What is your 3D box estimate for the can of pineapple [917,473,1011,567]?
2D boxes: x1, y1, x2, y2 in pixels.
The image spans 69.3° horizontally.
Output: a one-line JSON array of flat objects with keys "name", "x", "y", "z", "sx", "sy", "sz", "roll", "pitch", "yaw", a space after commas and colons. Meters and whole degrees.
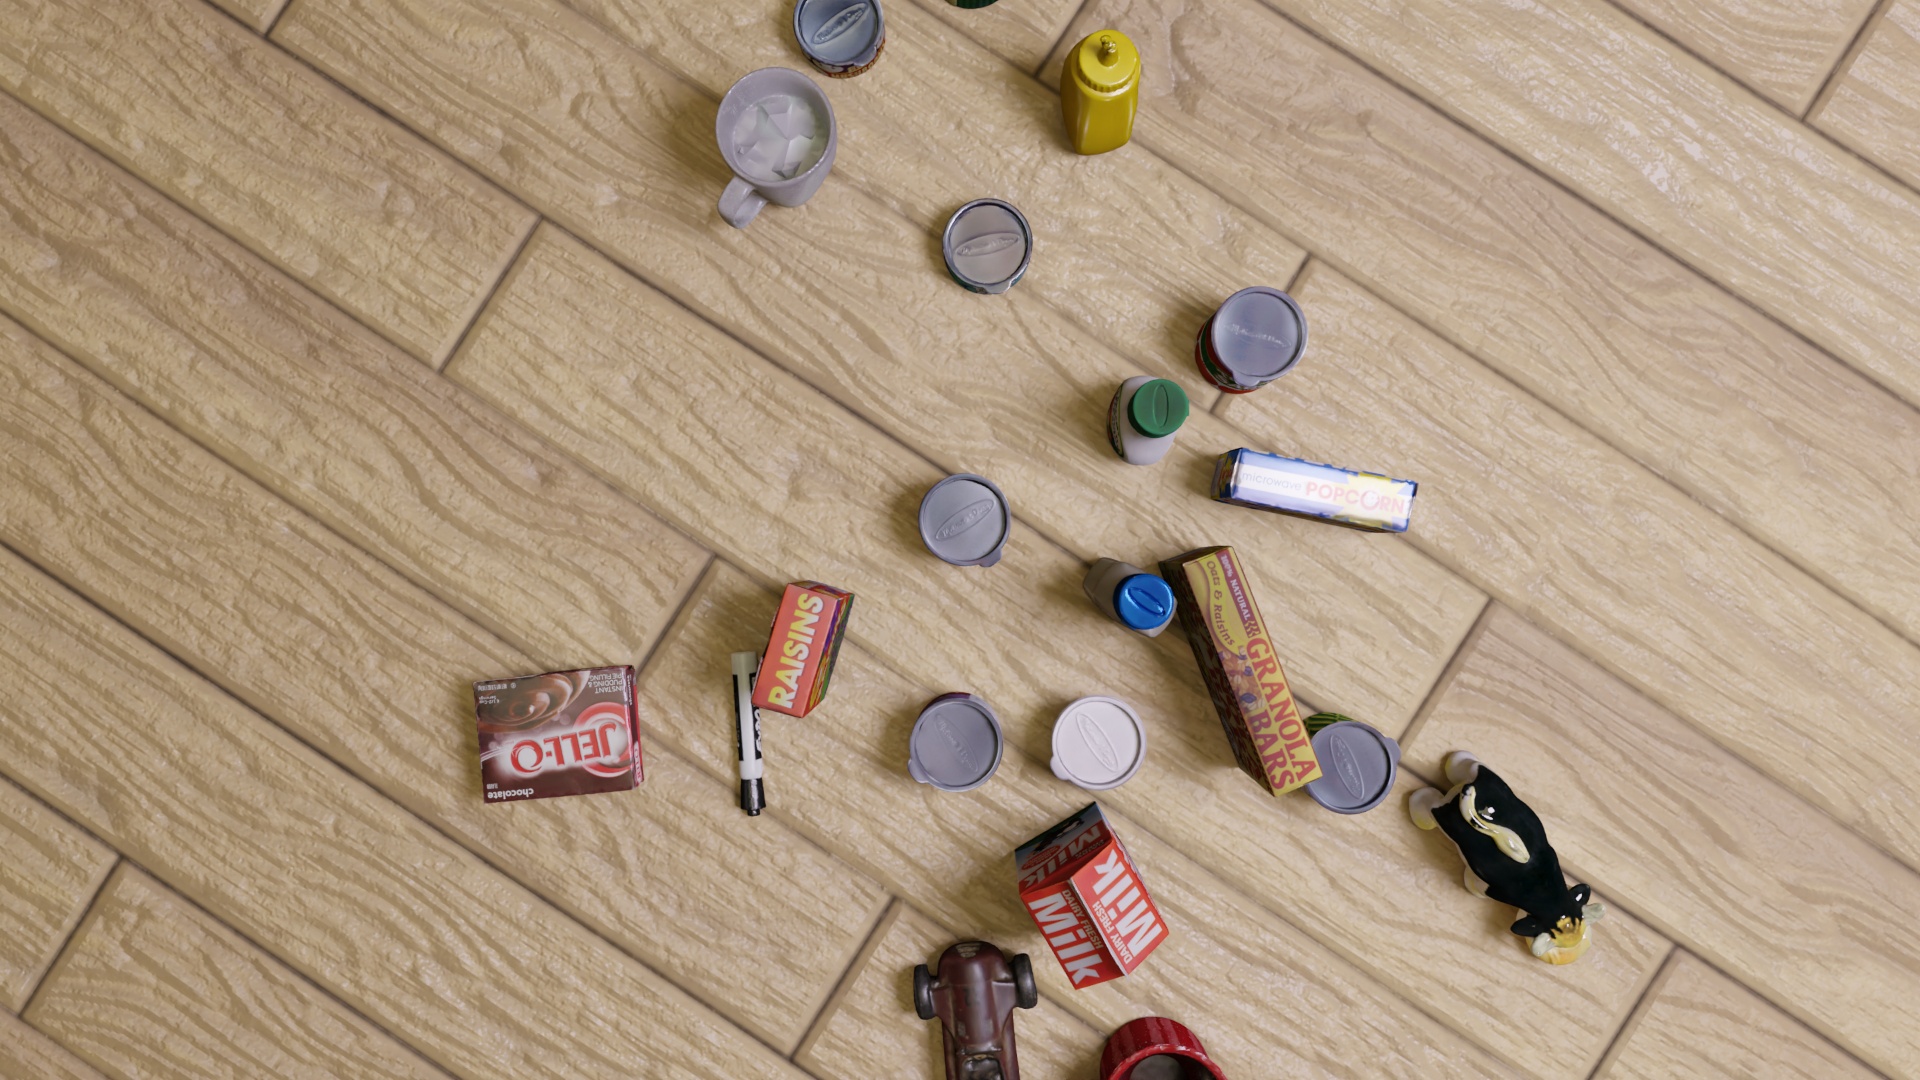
[{"name": "can of pineapple", "x": 0.004, "y": -0.013, "z": 1.007, "sx": 0.071, "sy": 0.058, "sz": 0.071, "roll": 0, "pitch": 89, "yaw": 1}]

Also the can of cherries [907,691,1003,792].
[{"name": "can of cherries", "x": -0.005, "y": 0.145, "z": 1.004, "sx": 0.071, "sy": 0.058, "sz": 0.071, "roll": 0, "pitch": 89, "yaw": 1}]

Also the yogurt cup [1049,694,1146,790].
[{"name": "yogurt cup", "x": 0.098, "y": 0.143, "z": 1.005, "sx": 0.072, "sy": 0.054, "sz": 0.072, "roll": 0, "pitch": 89, "yaw": 1}]

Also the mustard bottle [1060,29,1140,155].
[{"name": "mustard bottle", "x": 0.098, "y": -0.315, "z": 0.961, "sx": 0.049, "sy": 0.160, "sz": 0.065, "roll": -13, "pitch": 89, "yaw": 1}]

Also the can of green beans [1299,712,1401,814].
[{"name": "can of green beans", "x": 0.273, "y": 0.160, "z": 1.002, "sx": 0.071, "sy": 0.058, "sz": 0.071, "roll": 0, "pitch": 89, "yaw": 1}]

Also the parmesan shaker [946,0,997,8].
[{"name": "parmesan shaker", "x": 0.008, "y": -0.434, "z": 0.992, "sx": 0.071, "sy": 0.103, "sz": 0.071, "roll": 0, "pitch": 89, "yaw": 1}]

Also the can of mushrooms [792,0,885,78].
[{"name": "can of mushrooms", "x": -0.087, "y": -0.376, "z": 1.026, "sx": 0.071, "sy": 0.033, "sz": 0.071, "roll": 0, "pitch": 89, "yaw": 0}]

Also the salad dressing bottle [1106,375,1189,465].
[{"name": "salad dressing bottle", "x": 0.130, "y": -0.086, "z": 0.962, "sx": 0.044, "sy": 0.147, "sz": 0.064, "roll": 1, "pitch": 90, "yaw": 1}]

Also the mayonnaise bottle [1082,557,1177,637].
[{"name": "mayonnaise bottle", "x": 0.120, "y": 0.040, "z": 0.960, "sx": 0.065, "sy": 0.148, "sz": 0.041, "roll": 35, "pitch": 90, "yaw": 1}]

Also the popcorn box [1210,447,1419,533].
[{"name": "popcorn box", "x": 0.249, "y": -0.035, "z": 0.992, "sx": 0.127, "sy": 0.085, "sz": 0.038, "roll": 11, "pitch": 90, "yaw": 1}]

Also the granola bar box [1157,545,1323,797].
[{"name": "granola bar box", "x": 0.193, "y": 0.085, "z": 0.970, "sx": 0.039, "sy": 0.124, "sz": 0.165, "roll": -22, "pitch": 89, "yaw": 0}]

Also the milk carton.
[{"name": "milk carton", "x": 0.086, "y": 0.239, "z": 0.935, "sx": 0.073, "sy": 0.190, "sz": 0.072, "roll": -31, "pitch": 89, "yaw": 0}]

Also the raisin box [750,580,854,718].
[{"name": "raisin box", "x": -0.109, "y": 0.073, "z": 0.973, "sx": 0.040, "sy": 0.123, "sz": 0.086, "roll": 17, "pitch": 90, "yaw": 1}]

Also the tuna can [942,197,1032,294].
[{"name": "tuna can", "x": 0.020, "y": -0.213, "z": 1.023, "sx": 0.071, "sy": 0.033, "sz": 0.071, "roll": 0, "pitch": 89, "yaw": 0}]

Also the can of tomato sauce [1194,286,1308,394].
[{"name": "can of tomato sauce", "x": 0.206, "y": -0.140, "z": 0.995, "sx": 0.071, "sy": 0.083, "sz": 0.071, "roll": 0, "pitch": 89, "yaw": 1}]
